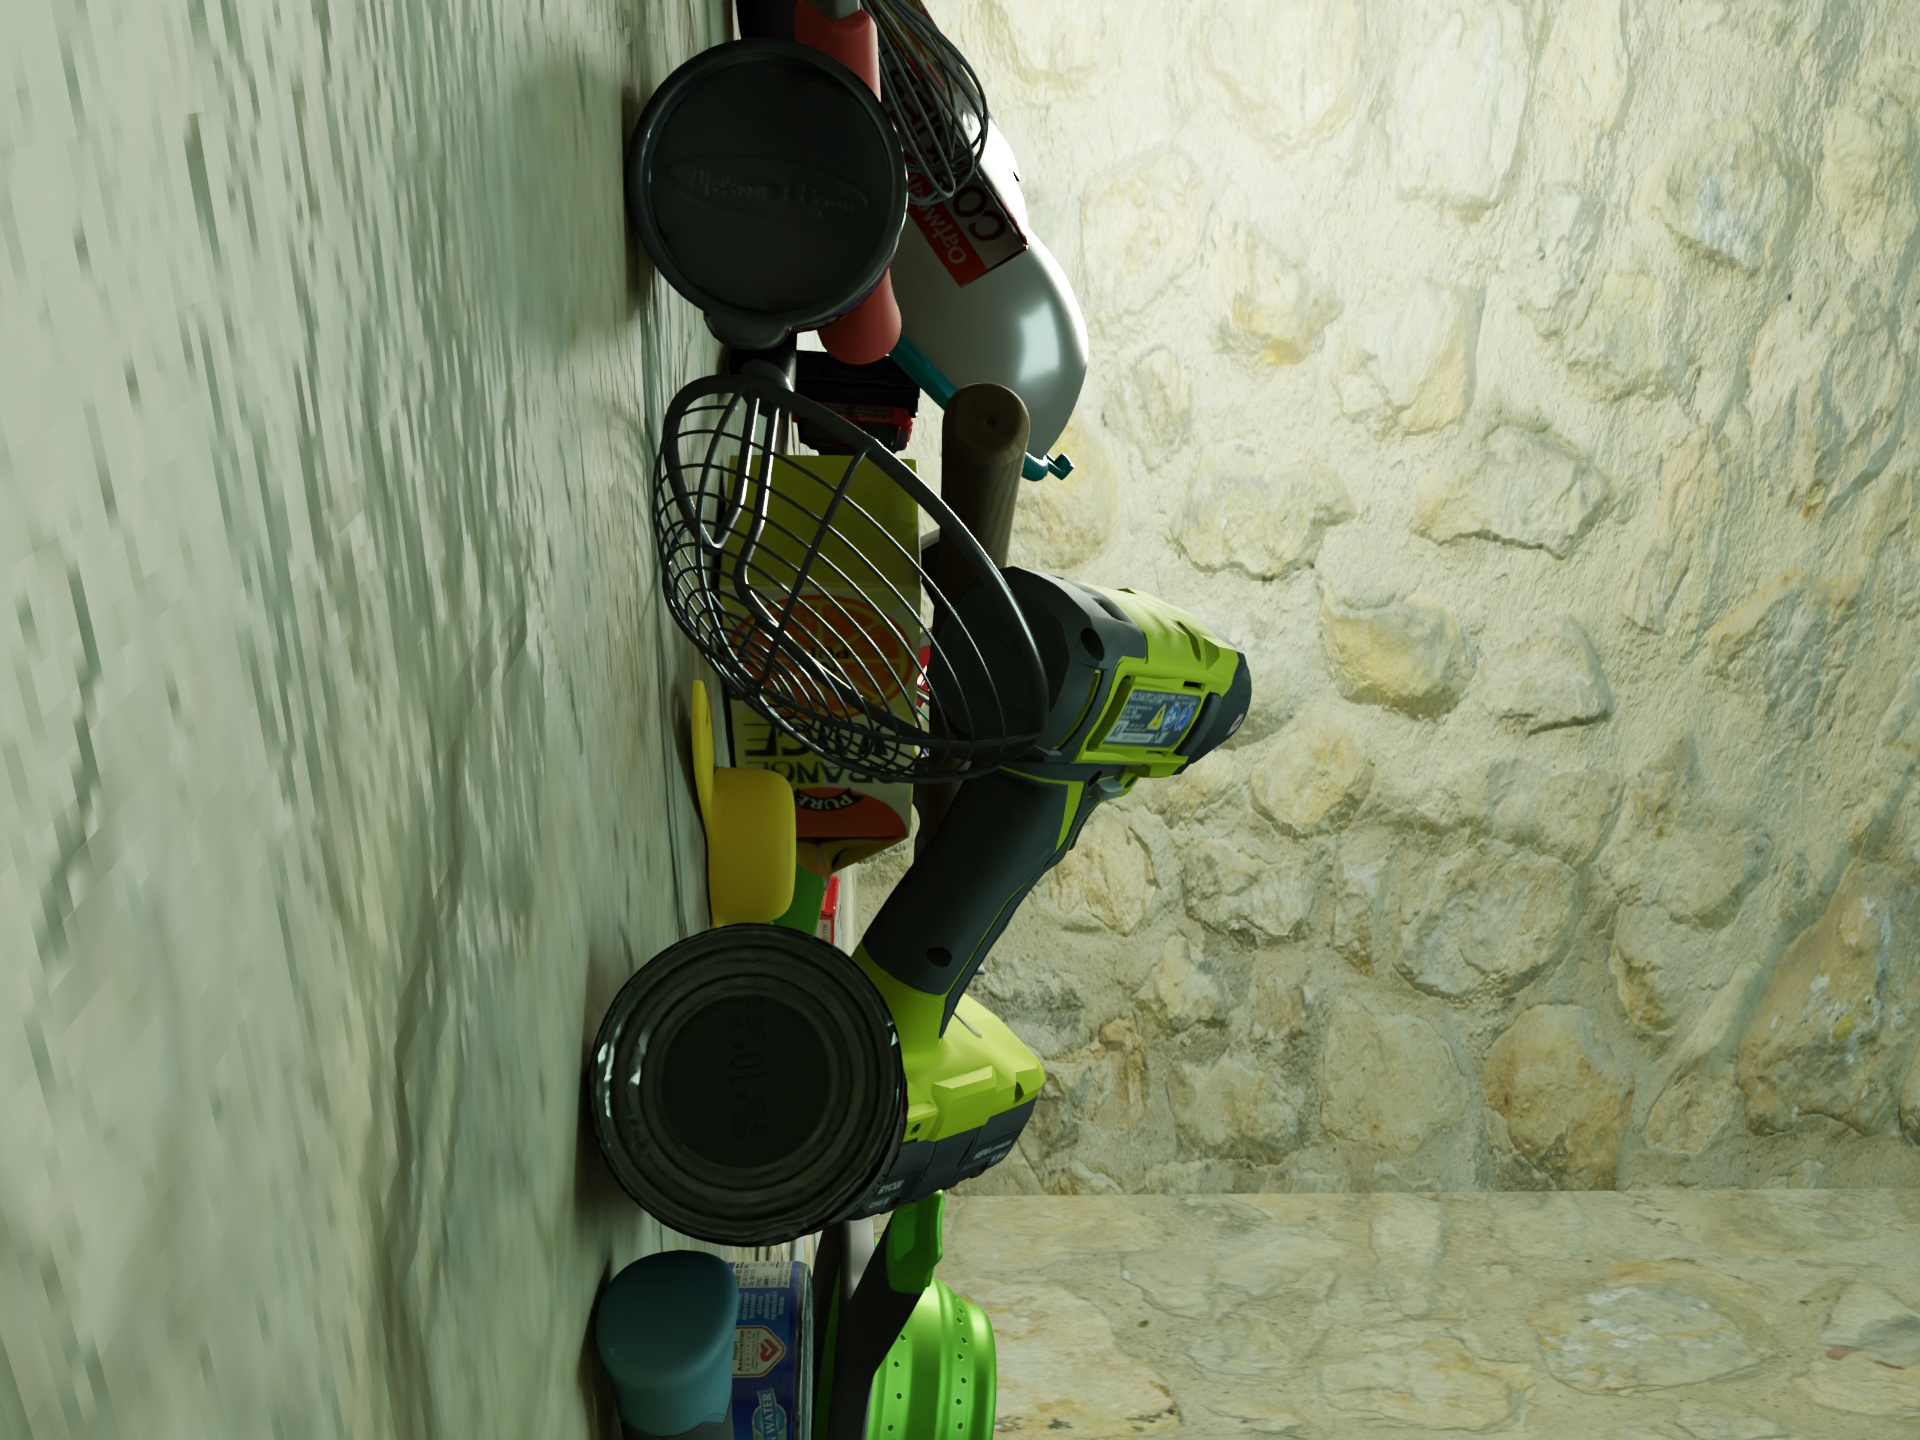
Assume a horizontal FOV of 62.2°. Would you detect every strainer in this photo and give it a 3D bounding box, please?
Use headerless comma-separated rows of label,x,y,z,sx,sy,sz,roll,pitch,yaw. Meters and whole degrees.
strainer,-0.012,-0.238,0.826,0.211,0.095,0.340,50,13,9

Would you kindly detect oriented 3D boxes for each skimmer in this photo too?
skimmer,-0.041,-0.101,0.521,0.127,0.090,0.364,56,13,-29

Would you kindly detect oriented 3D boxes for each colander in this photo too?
colander,-0.019,0.321,0.793,0.396,0.094,0.205,109,-13,-52

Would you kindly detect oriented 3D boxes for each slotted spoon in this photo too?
slotted spoon,-0.090,0.163,0.885,0.313,0.031,0.070,97,-6,-53

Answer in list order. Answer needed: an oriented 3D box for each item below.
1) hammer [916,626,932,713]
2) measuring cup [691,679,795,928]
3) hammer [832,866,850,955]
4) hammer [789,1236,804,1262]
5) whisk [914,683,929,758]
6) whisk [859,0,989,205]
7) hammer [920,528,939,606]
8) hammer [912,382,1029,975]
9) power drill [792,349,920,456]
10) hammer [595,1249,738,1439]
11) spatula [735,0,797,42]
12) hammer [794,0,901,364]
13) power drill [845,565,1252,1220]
hammer,-0.035,-0.004,1.035,0.038,0.143,0.386,61,16,-12
measuring cup,-0.071,0.025,0.529,0.156,0.029,0.062,100,-10,-65
hammer,-0.102,0.106,1.279,0.146,0.038,0.410,-96,-173,-81
hammer,-0.077,0.312,0.692,0.406,0.035,0.144,-93,-176,-50
whisk,-0.038,-0.022,0.872,0.051,0.047,0.244,41,-6,41
whisk,-0.038,-0.262,0.553,0.238,0.055,0.055,48,39,-64
hammer,0.022,-0.019,0.839,0.127,0.034,0.337,64,1,-16
hammer,-0.001,-0.002,0.630,0.331,0.031,0.130,96,-6,-57
power drill,-0.069,-0.105,0.958,0.143,0.078,0.219,-101,-166,-83
hammer,-0.067,0.261,0.428,0.128,0.033,0.330,-96,-174,-57
spatula,-0.072,-0.343,0.539,0.060,0.018,0.315,42,-32,36
hammer,-0.035,-0.197,0.511,0.149,0.036,0.359,63,-7,11
power drill,0.019,0.057,0.567,0.171,0.080,0.223,4,118,-57
